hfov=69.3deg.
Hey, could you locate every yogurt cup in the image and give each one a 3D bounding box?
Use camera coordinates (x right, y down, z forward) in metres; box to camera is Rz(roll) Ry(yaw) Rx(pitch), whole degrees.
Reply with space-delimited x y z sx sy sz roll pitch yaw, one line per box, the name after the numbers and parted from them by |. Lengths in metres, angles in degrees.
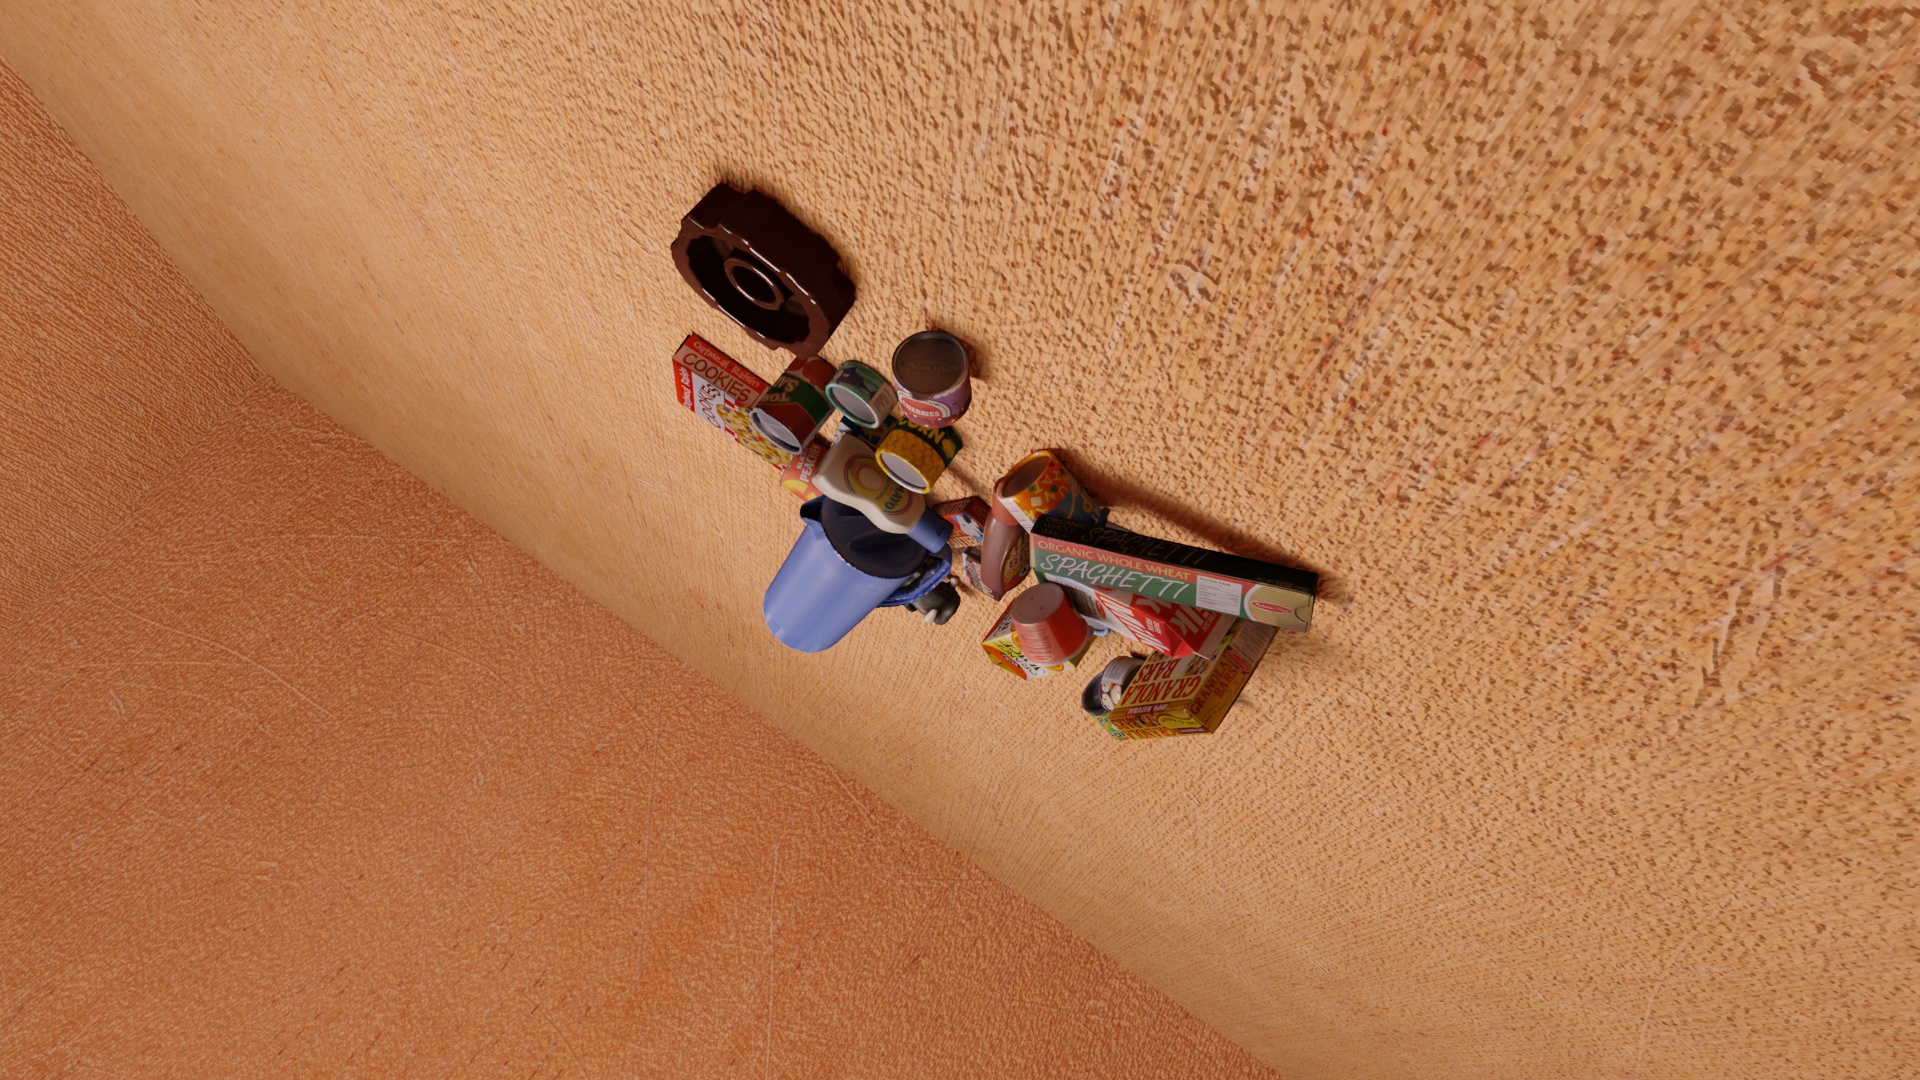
0.082 0.077 1.317 0.072 0.073 0.053 15 144 45 | yogurt cup

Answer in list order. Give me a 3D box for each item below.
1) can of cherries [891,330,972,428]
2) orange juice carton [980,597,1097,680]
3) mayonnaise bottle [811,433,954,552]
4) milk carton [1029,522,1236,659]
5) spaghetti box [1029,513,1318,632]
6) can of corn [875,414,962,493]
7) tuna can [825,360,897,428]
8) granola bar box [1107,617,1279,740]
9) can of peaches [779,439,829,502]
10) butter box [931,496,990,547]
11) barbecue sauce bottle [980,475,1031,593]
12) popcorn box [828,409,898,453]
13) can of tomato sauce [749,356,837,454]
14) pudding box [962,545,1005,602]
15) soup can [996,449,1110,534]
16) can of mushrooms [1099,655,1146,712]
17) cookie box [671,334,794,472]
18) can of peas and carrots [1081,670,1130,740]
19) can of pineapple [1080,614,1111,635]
-0.025 -0.137 1.204 0.071 0.072 0.058 30 160 17 | can of cherries
0.086 0.106 1.577 0.073 0.072 0.192 39 160 -8 | orange juice carton
-0.075 -0.043 1.406 0.148 0.065 0.041 35 157 -14 | mayonnaise bottle
0.167 0.046 1.305 0.191 0.072 0.073 26 158 29 | milk carton
0.181 0.027 1.200 0.250 0.029 0.050 13 139 18 | spaghetti box
-0.042 -0.089 1.360 0.071 0.058 0.071 31 160 13 | can of corn
-0.100 -0.144 1.370 0.071 0.033 0.070 31 160 13 | tuna can
0.221 0.130 1.331 0.039 0.124 0.165 40 160 -8 | granola bar box
-0.164 -0.075 1.585 0.058 0.071 0.071 35 160 2 | can of peaches
0.005 -0.019 1.496 0.053 0.024 0.103 42 160 -19 | butter box
0.049 -0.009 1.396 0.044 0.065 0.147 34 152 21 | barbecue sauce bottle
-0.091 -0.094 1.462 0.085 0.038 0.126 36 160 -1 | popcorn box
-0.164 -0.141 1.409 0.071 0.083 0.071 31 160 13 | can of tomato sauce
0.031 0.032 1.561 0.050 0.030 0.083 31 160 15 | pudding box
0.085 -0.034 1.270 0.083 0.071 0.071 47 157 -23 | soup can
0.190 0.165 1.547 0.033 0.071 0.071 8 146 50 | can of mushrooms
-0.250 -0.153 1.590 0.167 0.040 0.122 34 160 3 | cookie box
0.184 0.192 1.614 0.058 0.071 0.071 45 158 -26 | can of peas and carrots
0.136 0.054 1.394 0.071 0.058 0.070 31 160 13 | can of pineapple
